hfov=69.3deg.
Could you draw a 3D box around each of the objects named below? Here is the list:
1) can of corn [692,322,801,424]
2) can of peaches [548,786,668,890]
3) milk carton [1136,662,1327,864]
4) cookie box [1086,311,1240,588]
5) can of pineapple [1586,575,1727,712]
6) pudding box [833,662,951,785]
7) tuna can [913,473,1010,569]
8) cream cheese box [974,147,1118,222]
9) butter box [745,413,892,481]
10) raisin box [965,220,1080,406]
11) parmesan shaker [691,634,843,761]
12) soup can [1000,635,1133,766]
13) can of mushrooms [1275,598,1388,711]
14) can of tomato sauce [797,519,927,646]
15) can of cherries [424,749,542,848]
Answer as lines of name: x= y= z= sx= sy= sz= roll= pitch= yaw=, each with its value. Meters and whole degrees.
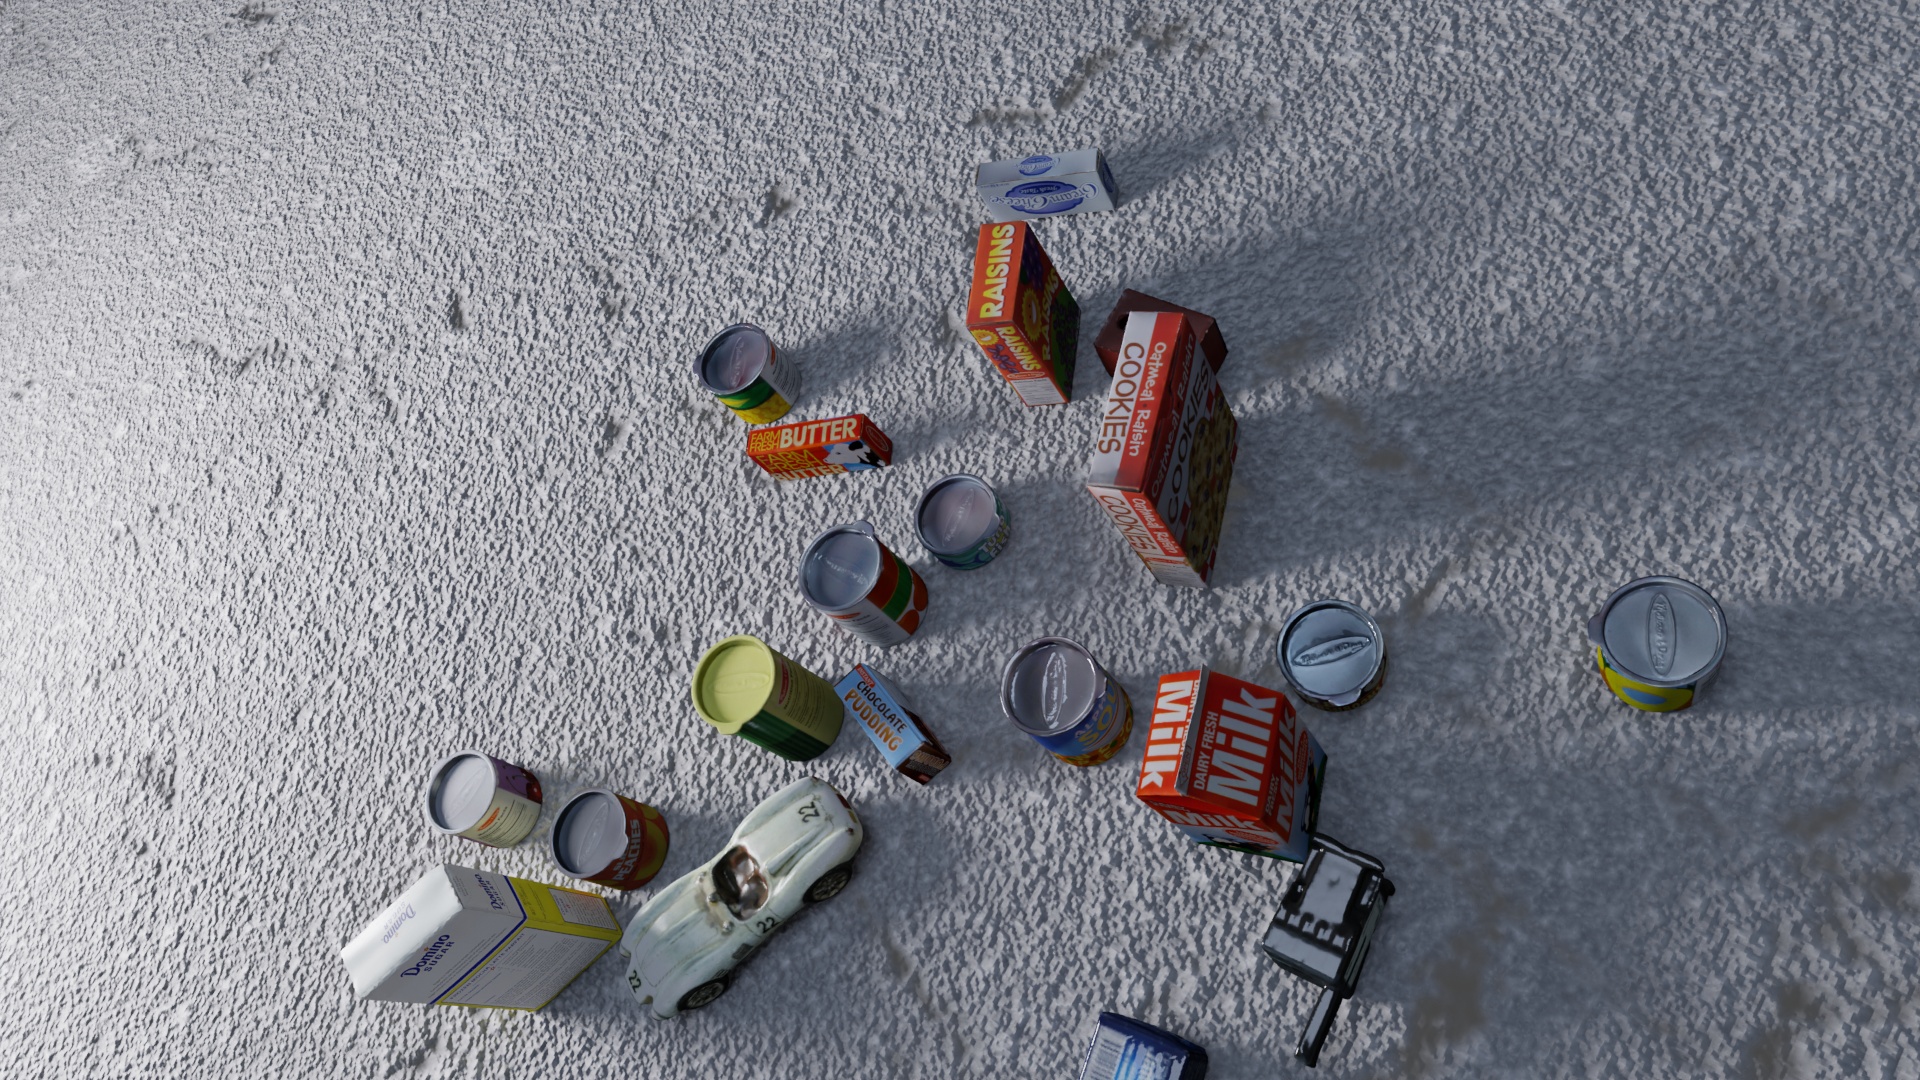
can of corn: x=-0.176 y=-0.137 z=1.148 sx=0.071 sy=0.058 sz=0.071 roll=-10 pitch=64 yaw=20
can of peaches: x=-0.255 y=0.221 z=1.019 sx=0.071 sy=0.058 sz=0.071 roll=-10 pitch=64 yaw=20
milk carton: x=0.155 y=0.130 z=0.799 sx=0.073 sy=0.190 sz=0.072 roll=6 pitch=70 yaw=26
cookie box: x=0.138 y=-0.055 z=0.906 sx=0.040 sy=0.167 sz=0.123 roll=6 pitch=70 yaw=26
can of pineapple: x=0.401 y=0.060 z=0.800 sx=0.071 sy=0.057 sz=0.071 roll=-10 pitch=64 yaw=20
pudding box: x=-0.048 y=0.128 z=0.974 sx=0.030 sy=0.049 sz=0.084 roll=-43 pitch=57 yaw=1
tuna can: x=0.004 y=-0.013 z=1.026 sx=0.071 sy=0.032 sz=0.071 roll=-10 pitch=64 yaw=20
cream cheese box: x=0.069 y=-0.283 z=1.109 sx=0.104 sy=0.053 sz=0.024 roll=-1 pitch=67 yaw=24
butter box: x=-0.111 y=-0.072 z=1.093 sx=0.103 sy=0.053 sz=0.024 roll=-6 pitch=65 yaw=22
raisin box: x=0.048 y=-0.165 z=1.023 sx=0.040 sy=0.123 sz=0.086 roll=-1 pitch=67 yaw=24
parmesan shaker: x=-0.136 y=0.117 z=0.987 sx=0.071 sy=0.103 sz=0.071 roll=-10 pitch=64 yaw=20
soup can: x=0.074 y=0.107 z=0.909 sx=0.071 sy=0.083 sz=0.071 roll=-10 pitch=64 yaw=20
can of mushrooms: x=0.237 y=0.076 z=0.881 sx=0.071 sy=0.033 sz=0.071 roll=-10 pitch=64 yaw=20
can of tomato sauce: x=-0.069 y=0.032 z=1.008 sx=0.071 sy=0.083 sz=0.071 roll=-10 pitch=64 yaw=20
can of cherries: x=-0.371 y=0.200 z=1.081 sx=0.071 sy=0.058 sz=0.072 roll=-10 pitch=64 yaw=20
